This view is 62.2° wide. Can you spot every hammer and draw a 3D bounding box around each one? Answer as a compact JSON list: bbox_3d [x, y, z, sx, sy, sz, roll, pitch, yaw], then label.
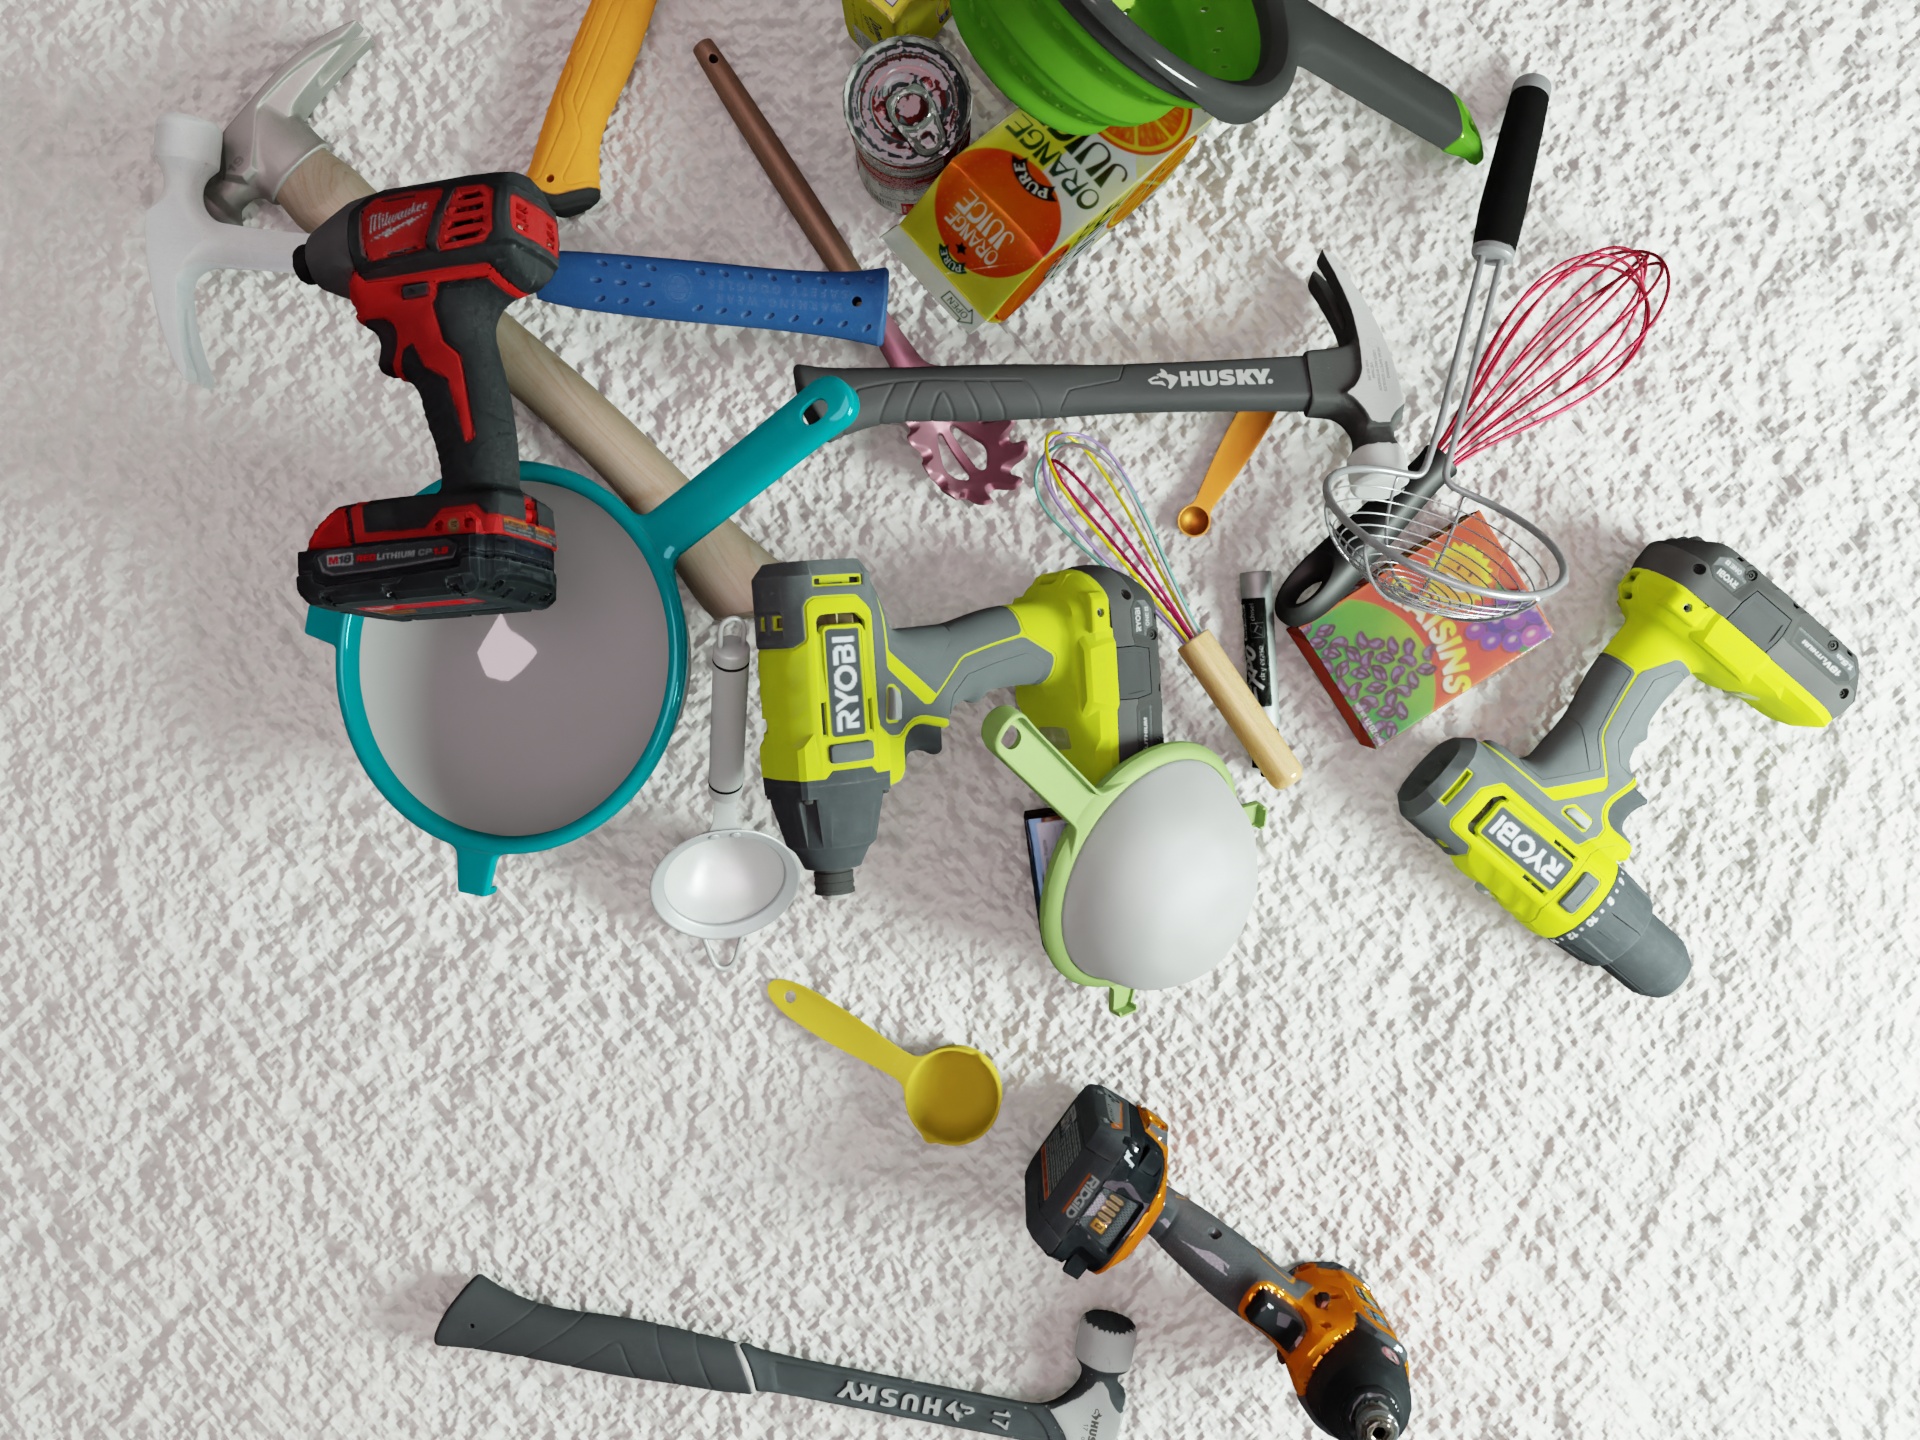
[{"bbox_3d":[0.075,-0.189,0.884,0.334,0.035,0.146,-2,69,-3],"label":"hammer"},{"bbox_3d":[-0.243,-0.240,0.878,0.405,0.035,0.144,5,93,-1],"label":"hammer"},{"bbox_3d":[-0.108,0.393,0.945,0.409,0.036,0.149,11,93,0],"label":"hammer"},{"bbox_3d":[-0.250,-0.215,0.918,0.410,0.038,0.146,42,90,-2],"label":"hammer"},{"bbox_3d":[-0.184,-0.453,0.907,0.127,0.034,0.337,22,92,-2],"label":"hammer"}]

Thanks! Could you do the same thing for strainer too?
[{"bbox_3d":[-0.182,-0.070,0.876,0.340,0.095,0.211,-36,80,11],"label":"strainer"},{"bbox_3d":[-0.128,0.040,0.876,0.087,0.050,0.258,-4,135,-14],"label":"strainer"},{"bbox_3d":[0.094,0.067,0.834,0.069,0.256,0.151,31,81,41],"label":"strainer"}]

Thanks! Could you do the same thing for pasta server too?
[{"bbox_3d":[-0.063,-0.259,0.915,0.060,0.040,0.316,-33,91,-10],"label":"pasta server"}]

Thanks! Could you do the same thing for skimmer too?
[{"bbox_3d":[0.280,-0.212,0.835,0.127,0.090,0.363,18,72,1],"label":"skimmer"}]

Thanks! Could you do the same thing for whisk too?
[{"bbox_3d":[0.286,-0.161,0.898,0.296,0.073,0.073,-45,92,1],"label":"whisk"},{"bbox_3d":[0.118,-0.063,0.913,0.051,0.047,0.245,-34,89,8],"label":"whisk"}]

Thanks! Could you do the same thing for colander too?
[{"bbox_3d":[0.125,-0.346,0.824,0.396,0.094,0.205,9,61,-38],"label":"colander"}]

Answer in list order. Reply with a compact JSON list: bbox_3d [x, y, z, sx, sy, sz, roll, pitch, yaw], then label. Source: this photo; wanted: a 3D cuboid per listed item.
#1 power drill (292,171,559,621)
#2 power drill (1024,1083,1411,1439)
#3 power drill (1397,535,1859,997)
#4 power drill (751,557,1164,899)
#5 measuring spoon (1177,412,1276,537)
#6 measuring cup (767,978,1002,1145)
[{"bbox_3d":[-0.278,-0.166,0.818,0.143,0.078,0.220,-3,86,16],"label":"power drill"},{"bbox_3d":[0.147,0.308,0.878,0.226,0.164,0.084,35,92,0],"label":"power drill"},{"bbox_3d":[0.392,0.029,0.910,0.190,0.080,0.228,40,94,-2],"label":"power drill"},{"bbox_3d":[-0.001,-0.003,0.851,0.223,0.080,0.171,-7,95,-33],"label":"power drill"},{"bbox_3d":[0.161,-0.159,0.935,0.021,0.011,0.117,30,89,-1],"label":"measuring spoon"},{"bbox_3d":[-0.045,0.195,0.946,0.156,0.029,0.062,29,92,10],"label":"measuring cup"}]
